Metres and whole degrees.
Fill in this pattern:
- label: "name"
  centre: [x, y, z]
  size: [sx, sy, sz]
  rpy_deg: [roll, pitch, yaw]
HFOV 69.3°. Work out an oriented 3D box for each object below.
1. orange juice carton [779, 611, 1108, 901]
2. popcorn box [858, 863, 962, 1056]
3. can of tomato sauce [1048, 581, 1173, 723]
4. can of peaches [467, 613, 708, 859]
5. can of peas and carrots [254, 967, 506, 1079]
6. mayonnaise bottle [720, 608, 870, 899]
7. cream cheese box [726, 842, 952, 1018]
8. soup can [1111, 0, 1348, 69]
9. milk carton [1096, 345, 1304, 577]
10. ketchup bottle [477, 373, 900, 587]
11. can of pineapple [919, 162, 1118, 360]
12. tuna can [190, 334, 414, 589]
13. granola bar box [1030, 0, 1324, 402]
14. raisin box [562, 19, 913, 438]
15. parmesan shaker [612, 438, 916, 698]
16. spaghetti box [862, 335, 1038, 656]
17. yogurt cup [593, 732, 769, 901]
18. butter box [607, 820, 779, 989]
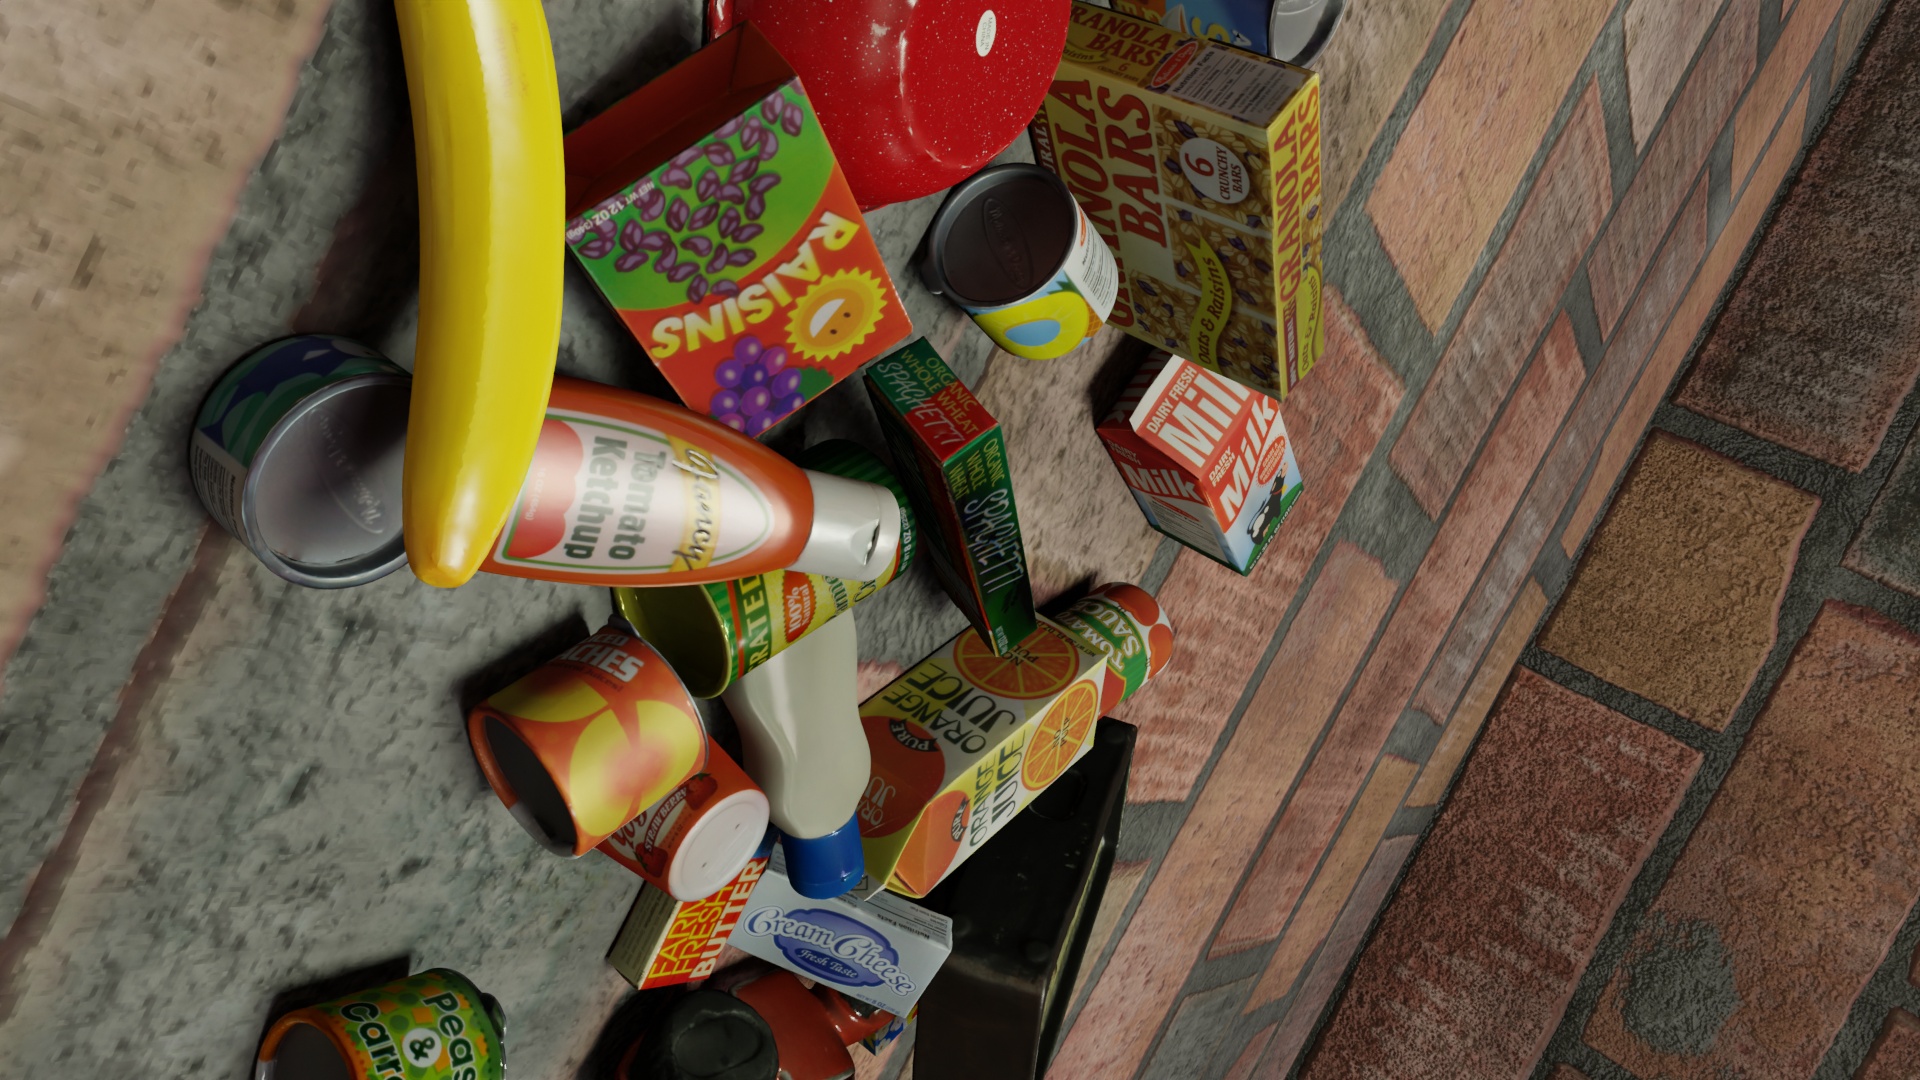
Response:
- label: "orange juice carton"
  centre: [-0.009, 0.115, 0.731]
  size: [0.193, 0.072, 0.072]
  rpy_deg: [-33, 140, -40]
- label: "popcorn box"
  centre: [-0.036, 0.236, 0.831]
  size: [0.085, 0.038, 0.126]
  rpy_deg: [-36, 143, -39]
- label: "can of tomato sauce"
  centre: [0.079, 0.068, 0.831]
  size: [0.083, 0.071, 0.070]
  rpy_deg: [-28, 138, -45]
- label: "can of peaches"
  centre: [-0.136, 0.071, 0.503]
  size: [0.058, 0.071, 0.070]
  rpy_deg: [-35, 142, -36]
- label: "can of peas and carrots"
  centre: [-0.206, 0.192, 0.497]
  size: [0.059, 0.071, 0.070]
  rpy_deg: [0, 115, -57]
- label: "mayonnaise bottle"
  centre: [-0.070, 0.092, 0.616]
  size: [0.065, 0.041, 0.147]
  rpy_deg: [-31, 126, -39]
- label: "cream cheese box"
  centre: [-0.061, 0.194, 0.691]
  size: [0.053, 0.104, 0.024]
  rpy_deg: [-60, -169, 22]
- label: "soup can"
  centre: [0.115, -0.240, 0.598]
  size: [0.072, 0.084, 0.071]
  rpy_deg: [-37, 143, -34]
- label: "milk carton"
  centre: [0.140, -0.055, 0.810]
  size: [0.072, 0.073, 0.190]
  rpy_deg: [-56, 150, -7]
- label: "ketchup bottle"
  centre: [-0.090, -0.013, 0.462]
  size: [0.149, 0.043, 0.064]
  rpy_deg: [10, 103, -38]
- label: "can of pineapple"
  centre: [0.026, -0.117, 0.590]
  size: [0.071, 0.071, 0.058]
  rpy_deg: [-59, 151, -2]
- label: "tuna can"
  centre: [-0.174, -0.024, 0.391]
  size: [0.071, 0.033, 0.070]
  rpy_deg: [-38, 144, -34]
- label: "granola bar box"
  centre: [0.096, -0.146, 0.609]
  size: [0.039, 0.124, 0.164]
  rpy_deg: [-50, 149, -18]
- label: "raisin box"
  centre: [-0.075, -0.093, 0.457]
  size: [0.086, 0.040, 0.123]
  rpy_deg: [-36, 147, -5]
- label: "parmesan shaker"
  centre: [-0.074, 0.006, 0.540]
  size: [0.103, 0.071, 0.071]
  rpy_deg: [-33, 141, -40]
- label: "spaghetti box"
  centre: [0.002, -0.008, 0.605]
  size: [0.029, 0.050, 0.249]
  rpy_deg: [-36, 160, -8]
- label: "yogurt cup"
  centre: [-0.117, 0.113, 0.580]
  size: [0.073, 0.054, 0.072]
  rpy_deg: [-38, 145, -34]
- label: "butter box"
  centre: [-0.119, 0.157, 0.646]
  size: [0.053, 0.024, 0.103]
  rpy_deg: [18, 100, -60]
